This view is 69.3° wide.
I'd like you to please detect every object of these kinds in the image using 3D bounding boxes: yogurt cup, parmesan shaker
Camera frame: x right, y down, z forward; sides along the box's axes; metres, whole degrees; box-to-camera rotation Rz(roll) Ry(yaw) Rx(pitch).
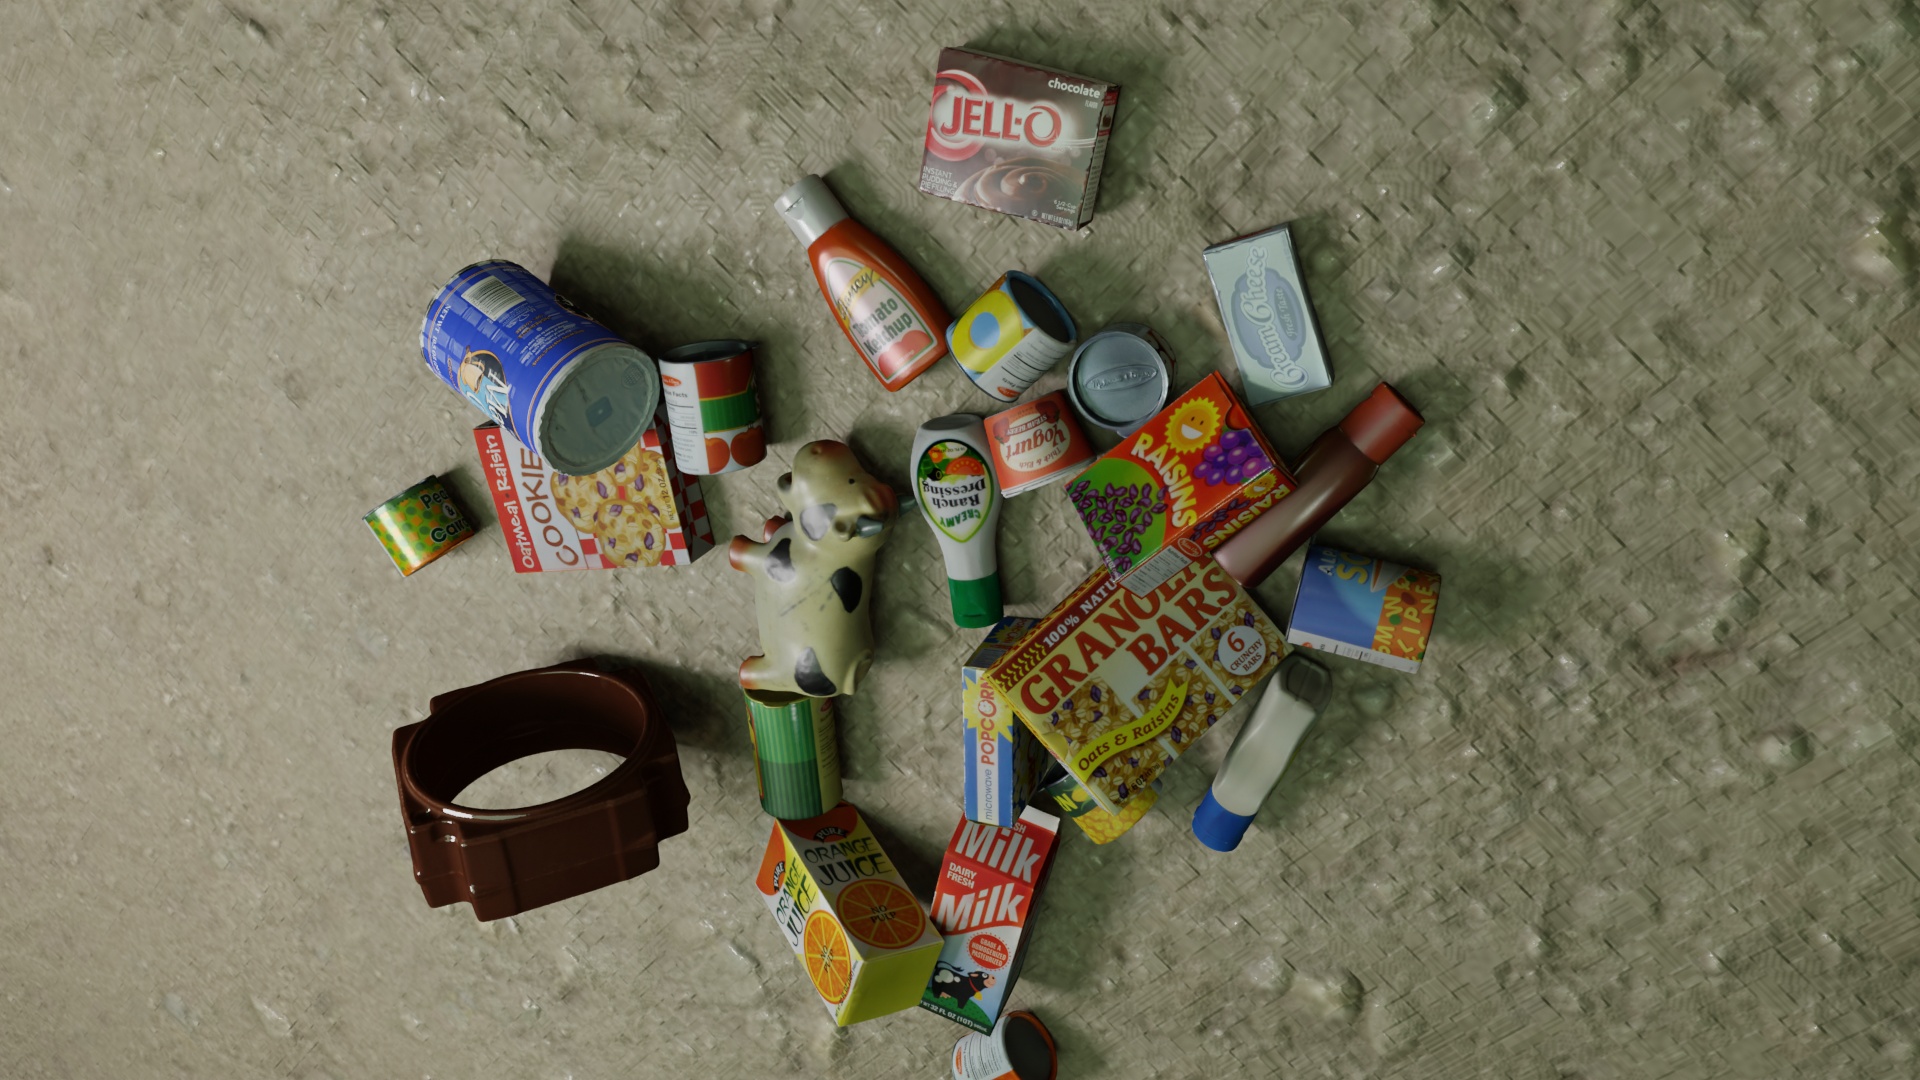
[{"bbox_3d":[0.050,-0.065,0.919,0.072,0.072,0.054,-20,95,27],"label":"yogurt cup"},{"bbox_3d":[-0.129,0.157,1.072,0.071,0.071,0.102,4,112,20],"label":"parmesan shaker"}]

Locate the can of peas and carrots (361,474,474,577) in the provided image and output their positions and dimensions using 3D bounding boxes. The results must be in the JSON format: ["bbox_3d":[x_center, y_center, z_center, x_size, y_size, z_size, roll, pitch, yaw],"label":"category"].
[{"bbox_3d":[-0.437,-0.012,1.128,0.070,0.071,0.058,-27,100,28],"label":"can of peas and carrots"}]

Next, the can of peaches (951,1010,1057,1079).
[{"bbox_3d":[0.038,0.421,1.119,0.058,0.071,0.071,-38,94,29],"label":"can of peaches"}]

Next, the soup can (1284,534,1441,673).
[{"bbox_3d":[0.255,0.040,0.880,0.084,0.072,0.071,14,115,15],"label":"soup can"}]

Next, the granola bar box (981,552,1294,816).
[{"bbox_3d":[0.117,0.079,0.914,0.166,0.039,0.124,-42,92,-7],"label":"granola bar box"}]

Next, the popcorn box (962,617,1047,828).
[{"bbox_3d":[0.033,0.129,0.990,0.038,0.085,0.126,8,114,20],"label":"popcorn box"}]

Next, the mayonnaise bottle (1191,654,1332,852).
[{"bbox_3d":[0.203,0.150,0.948,0.041,0.065,0.147,28,122,11],"label":"mayonnaise bottle"}]

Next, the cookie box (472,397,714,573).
[{"bbox_3d":[-0.284,-0.040,1.071,0.167,0.040,0.122,-3,110,22],"label":"cookie box"}]

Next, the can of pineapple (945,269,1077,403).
[{"bbox_3d":[0.032,-0.133,0.897,0.057,0.071,0.071,-40,93,29],"label":"can of pineapple"}]

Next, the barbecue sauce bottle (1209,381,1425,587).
[{"bbox_3d":[0.222,-0.034,0.867,0.044,0.065,0.148,47,111,7],"label":"barbecue sauce bottle"}]

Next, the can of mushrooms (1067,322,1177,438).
[{"bbox_3d":[0.105,-0.104,0.898,0.071,0.033,0.070,7,113,18],"label":"can of mushrooms"}]

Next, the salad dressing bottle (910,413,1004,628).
[{"bbox_3d":[0.003,-0.012,0.968,0.064,0.044,0.147,-5,109,11],"label":"salad dressing bottle"}]

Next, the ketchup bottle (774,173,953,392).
[{"bbox_3d":[-0.066,-0.175,0.931,0.064,0.044,0.148,-34,95,29],"label":"ketchup bottle"}]

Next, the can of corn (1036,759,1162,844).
[{"bbox_3d":[0.100,0.176,0.993,0.058,0.071,0.071,48,119,-3],"label":"can of corn"}]

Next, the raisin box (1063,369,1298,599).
[{"bbox_3d":[0.135,-0.034,0.868,0.123,0.040,0.086,-37,50,17],"label":"raisin box"}]

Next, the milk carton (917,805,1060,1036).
[{"bbox_3d":[0.022,0.274,1.060,0.072,0.074,0.189,20,116,13],"label":"milk carton"}]

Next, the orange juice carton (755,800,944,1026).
[{"bbox_3d":[-0.098,0.273,1.079,0.193,0.073,0.071,47,128,42],"label":"orange juice carton"}]

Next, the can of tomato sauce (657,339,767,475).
[{"bbox_3d":[-0.174,-0.096,0.993,0.071,0.071,0.082,3,112,20],"label":"can of tomato sauce"}]

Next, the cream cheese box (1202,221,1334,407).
[{"bbox_3d":[0.191,-0.138,0.856,0.053,0.024,0.103,-14,105,26],"label":"cream cheese box"}]
